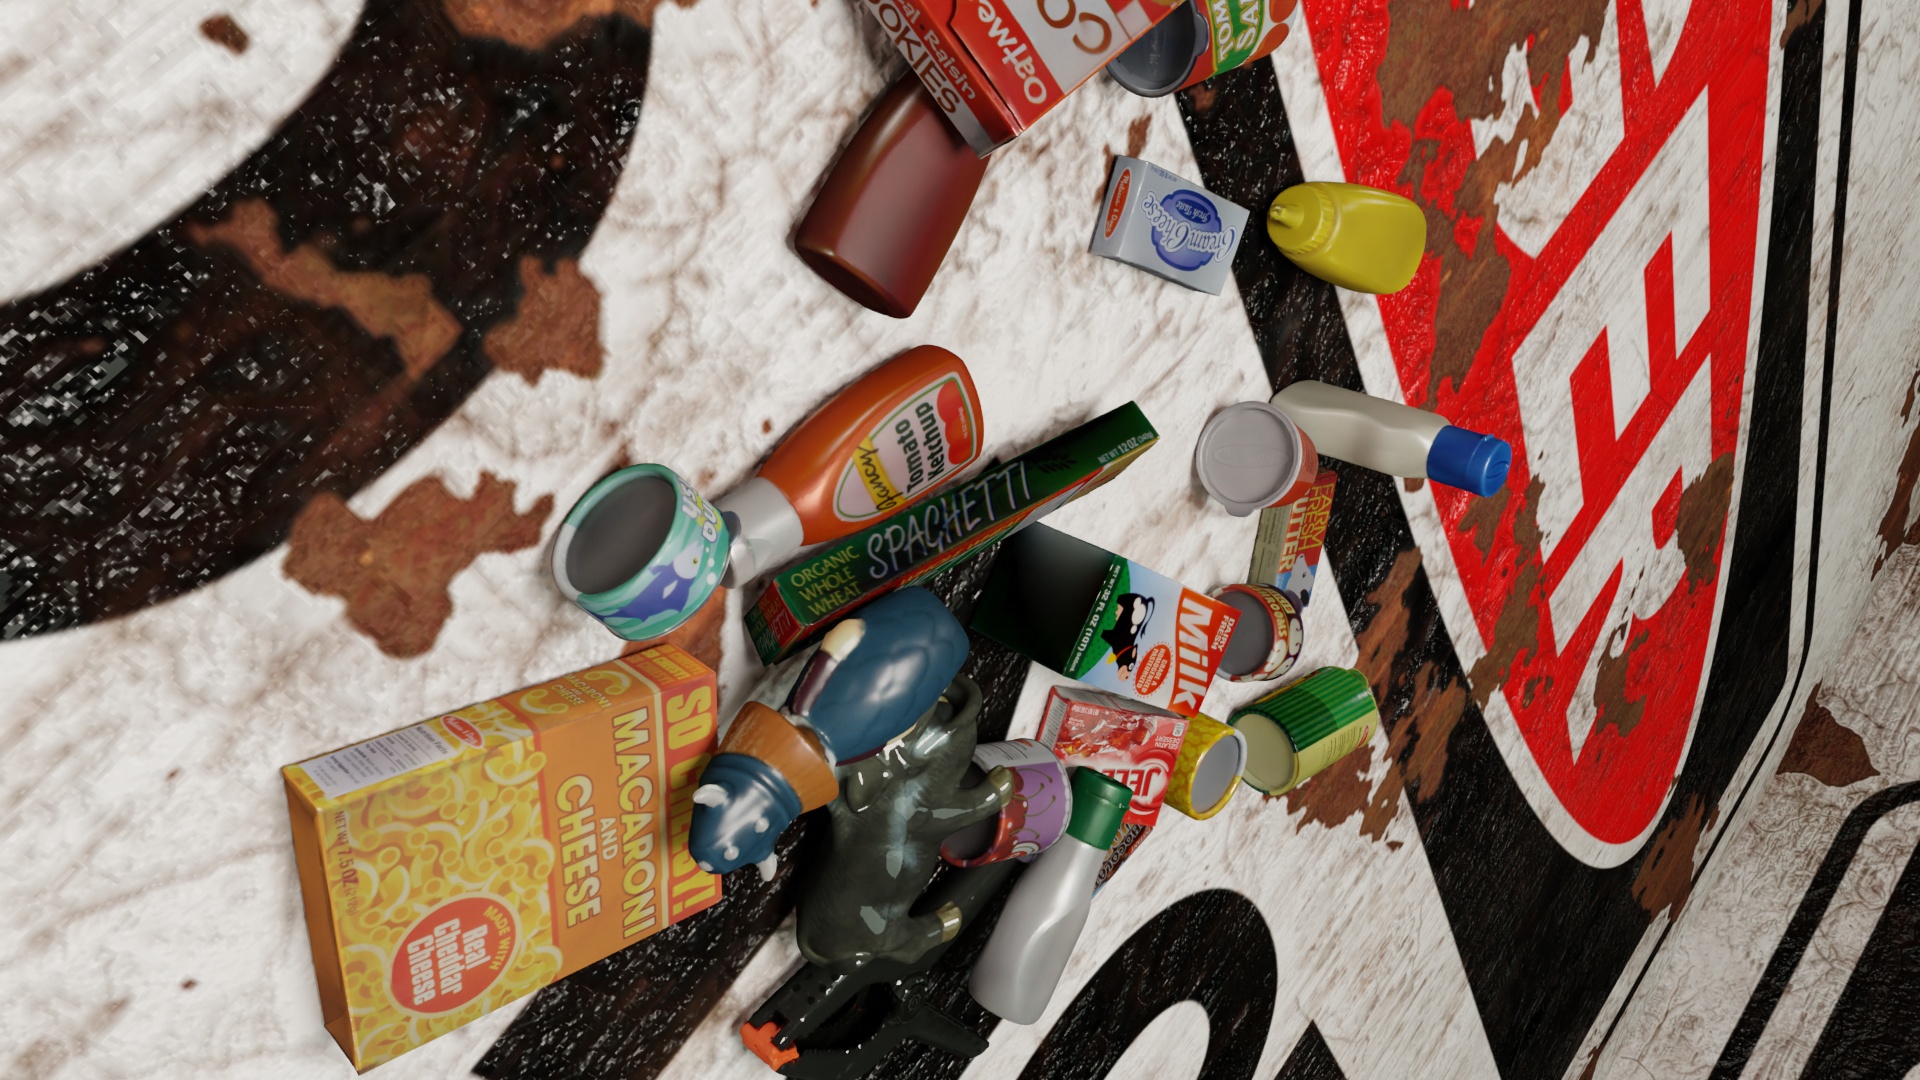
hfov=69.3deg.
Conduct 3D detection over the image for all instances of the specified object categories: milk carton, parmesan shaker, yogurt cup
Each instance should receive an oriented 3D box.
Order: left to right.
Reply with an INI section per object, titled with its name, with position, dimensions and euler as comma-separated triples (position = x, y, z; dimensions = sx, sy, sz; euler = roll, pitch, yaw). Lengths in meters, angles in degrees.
[milk carton]
position = 0.099, 0.051, 0.811
dimensions = 0.190, 0.073, 0.072
euler = 24, 90, -50
[yogurt cup]
position = 0.189, -0.050, 0.869
dimensions = 0.054, 0.072, 0.072
euler = 8, 102, -56
[parmesan shaker]
position = 0.251, 0.136, 1.019
dimensions = 0.103, 0.071, 0.071
euler = -17, 120, -41

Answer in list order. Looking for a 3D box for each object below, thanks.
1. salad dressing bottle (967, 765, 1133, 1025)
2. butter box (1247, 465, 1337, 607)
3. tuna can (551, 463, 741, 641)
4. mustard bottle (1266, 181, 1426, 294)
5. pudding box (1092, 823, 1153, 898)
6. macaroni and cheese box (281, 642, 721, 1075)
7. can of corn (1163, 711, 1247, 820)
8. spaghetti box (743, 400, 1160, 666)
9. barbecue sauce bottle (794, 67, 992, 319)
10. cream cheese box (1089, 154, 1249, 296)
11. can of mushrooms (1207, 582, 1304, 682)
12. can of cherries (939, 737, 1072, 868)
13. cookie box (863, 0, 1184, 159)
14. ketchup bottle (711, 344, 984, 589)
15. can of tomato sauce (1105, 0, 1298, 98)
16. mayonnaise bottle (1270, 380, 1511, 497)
[salad dressing bottle]
position = 0.055, 0.206, 0.811
dimensions = 0.064, 0.044, 0.147
euler = 27, 88, -56
[butter box]
position = 0.229, 0.001, 0.964
dimensions = 0.053, 0.024, 0.103
euler = -10, 115, -43
[tuna can]
position = -0.125, 0.003, 0.554
dimensions = 0.071, 0.071, 0.032
euler = -55, 138, -12
[mustard bottle]
position = 0.231, -0.192, 0.857
dimensions = 0.160, 0.049, 0.065
euler = 2, 107, -46
[pudding box]
position = 0.085, 0.196, 0.899
dimensions = 0.084, 0.030, 0.049
euler = -41, 134, -26
[macaroni and cheese box]
position = -0.180, 0.124, 0.575
dimensions = 0.167, 0.040, 0.123
euler = -18, 120, -40
[can of corn]
position = 0.146, 0.145, 0.918
dimensions = 0.071, 0.058, 0.070
euler = -22, 123, -39
[spaghetti box]
position = 0.002, -0.009, 0.697
dimensions = 0.251, 0.029, 0.050
euler = -28, 170, -36
[barbecue sauce bottle]
position = -0.013, -0.175, 0.609
dimensions = 0.065, 0.044, 0.148
euler = 35, 81, -49
[cream cheese box]
position = 0.115, -0.171, 0.762
dimensions = 0.104, 0.024, 0.053
euler = 6, 105, -48
[can of mushrooms]
position = 0.192, 0.059, 0.918
dimensions = 0.033, 0.071, 0.071
euler = 2, 107, -46
[can of cherries]
position = 0.019, 0.149, 0.777
dimensions = 0.058, 0.071, 0.071
euler = 2, 107, -47
[cookie box]
position = 0.034, -0.258, 0.580
dimensions = 0.168, 0.040, 0.123
euler = -44, 104, -23
[ketchup bottle]
position = -0.055, -0.031, 0.632
dimensions = 0.149, 0.043, 0.064
euler = -35, 131, -30
[can of tomato sauce]
position = 0.118, -0.263, 0.687
dimensions = 0.083, 0.071, 0.070
euler = -30, 128, -35
[mayonnaise bottle]
position = 0.272, -0.065, 0.884
dimensions = 0.065, 0.148, 0.041
euler = -19, 122, -40
